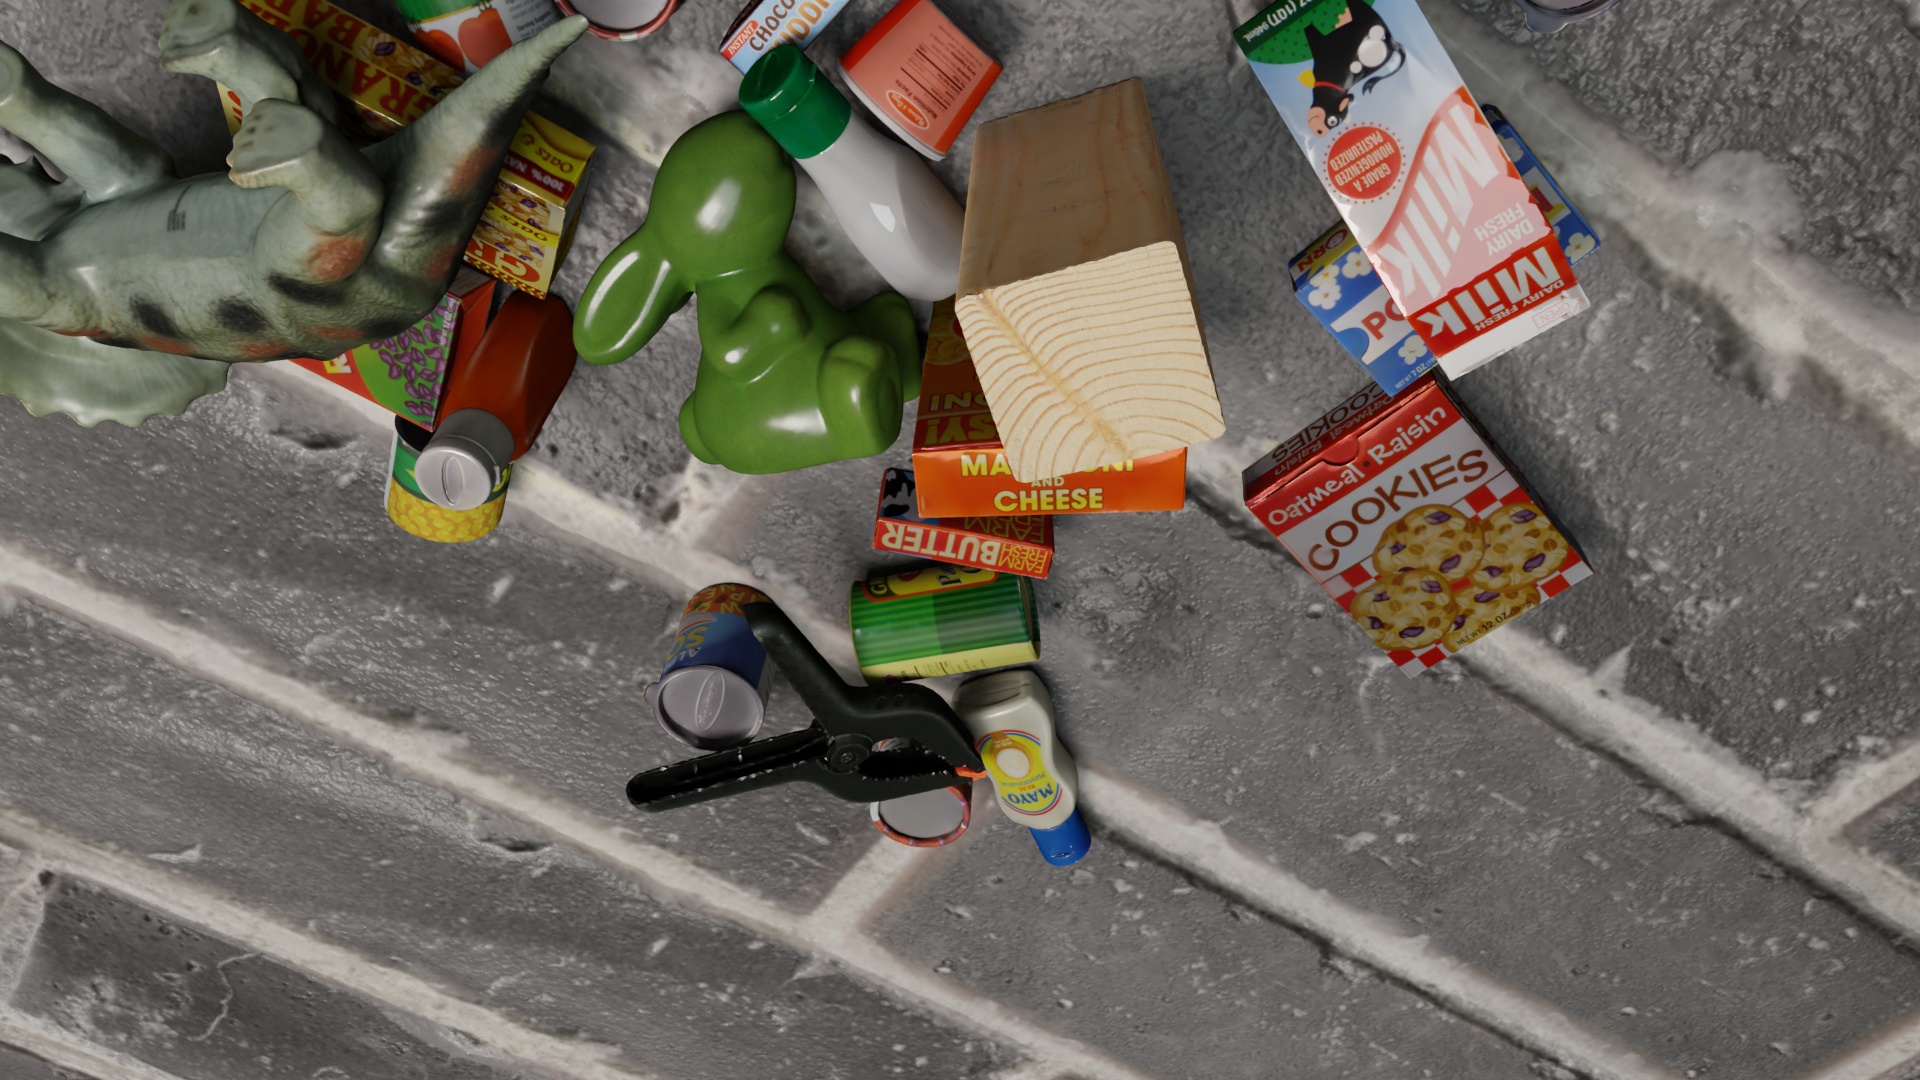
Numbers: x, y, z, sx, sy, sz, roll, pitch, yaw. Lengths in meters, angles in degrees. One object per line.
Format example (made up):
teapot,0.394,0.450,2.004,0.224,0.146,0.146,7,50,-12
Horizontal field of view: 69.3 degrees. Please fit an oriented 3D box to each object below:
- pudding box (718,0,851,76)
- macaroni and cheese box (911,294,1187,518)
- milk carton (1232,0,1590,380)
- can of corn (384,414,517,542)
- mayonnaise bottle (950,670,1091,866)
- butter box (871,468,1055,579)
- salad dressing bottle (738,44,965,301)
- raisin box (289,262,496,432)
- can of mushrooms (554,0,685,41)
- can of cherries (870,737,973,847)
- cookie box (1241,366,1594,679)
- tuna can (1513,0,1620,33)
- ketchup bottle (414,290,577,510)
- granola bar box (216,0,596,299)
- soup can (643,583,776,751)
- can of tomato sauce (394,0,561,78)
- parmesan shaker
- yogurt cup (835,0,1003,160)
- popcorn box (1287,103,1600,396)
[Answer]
pudding box,-0.072,-0.253,0.643,0.083,0.050,0.030,-38,116,25
macaroni and cheese box,0.043,-0.073,0.687,0.124,0.167,0.040,-2,123,4
milk carton,0.207,-0.169,0.633,0.072,0.074,0.190,-30,97,24
can of corn,-0.287,-0.040,0.788,0.071,0.071,0.058,18,124,-9
mayonnaise bottle,0.046,0.153,0.916,0.064,0.041,0.147,-16,121,16
butter box,0.003,-0.010,0.801,0.103,0.053,0.024,10,126,-4
salad dressing bottle,-0.046,-0.174,0.667,0.044,0.064,0.147,-14,145,30
raisin box,-0.318,-0.124,0.736,0.123,0.040,0.085,27,123,1
can of mushrooms,-0.156,-0.269,0.647,0.071,0.034,0.070,1,123,2
can of cherries,-0.022,0.160,0.914,0.071,0.059,0.071,2,124,3
cookie box,0.260,-0.010,0.795,0.122,0.040,0.167,-36,115,24
tuna can,0.272,-0.268,0.625,0.071,0.033,0.070,1,124,2
ketchup bottle,-0.237,-0.071,0.715,0.043,0.149,0.064,8,124,-4
granola bar box,-0.263,-0.189,0.664,0.165,0.039,0.124,27,161,-14
soup can,-0.148,0.075,0.848,0.071,0.084,0.071,1,124,2
can of tomato sauce,-0.231,-0.260,0.637,0.071,0.071,0.082,-13,123,12
parmesan shaker,-0.008,0.048,0.836,0.103,0.072,0.071,-10,123,9
yogurt cup,-0.017,-0.222,0.654,0.072,0.073,0.053,38,110,-20
popcorn box,0.243,-0.145,0.706,0.126,0.038,0.085,-39,115,25
